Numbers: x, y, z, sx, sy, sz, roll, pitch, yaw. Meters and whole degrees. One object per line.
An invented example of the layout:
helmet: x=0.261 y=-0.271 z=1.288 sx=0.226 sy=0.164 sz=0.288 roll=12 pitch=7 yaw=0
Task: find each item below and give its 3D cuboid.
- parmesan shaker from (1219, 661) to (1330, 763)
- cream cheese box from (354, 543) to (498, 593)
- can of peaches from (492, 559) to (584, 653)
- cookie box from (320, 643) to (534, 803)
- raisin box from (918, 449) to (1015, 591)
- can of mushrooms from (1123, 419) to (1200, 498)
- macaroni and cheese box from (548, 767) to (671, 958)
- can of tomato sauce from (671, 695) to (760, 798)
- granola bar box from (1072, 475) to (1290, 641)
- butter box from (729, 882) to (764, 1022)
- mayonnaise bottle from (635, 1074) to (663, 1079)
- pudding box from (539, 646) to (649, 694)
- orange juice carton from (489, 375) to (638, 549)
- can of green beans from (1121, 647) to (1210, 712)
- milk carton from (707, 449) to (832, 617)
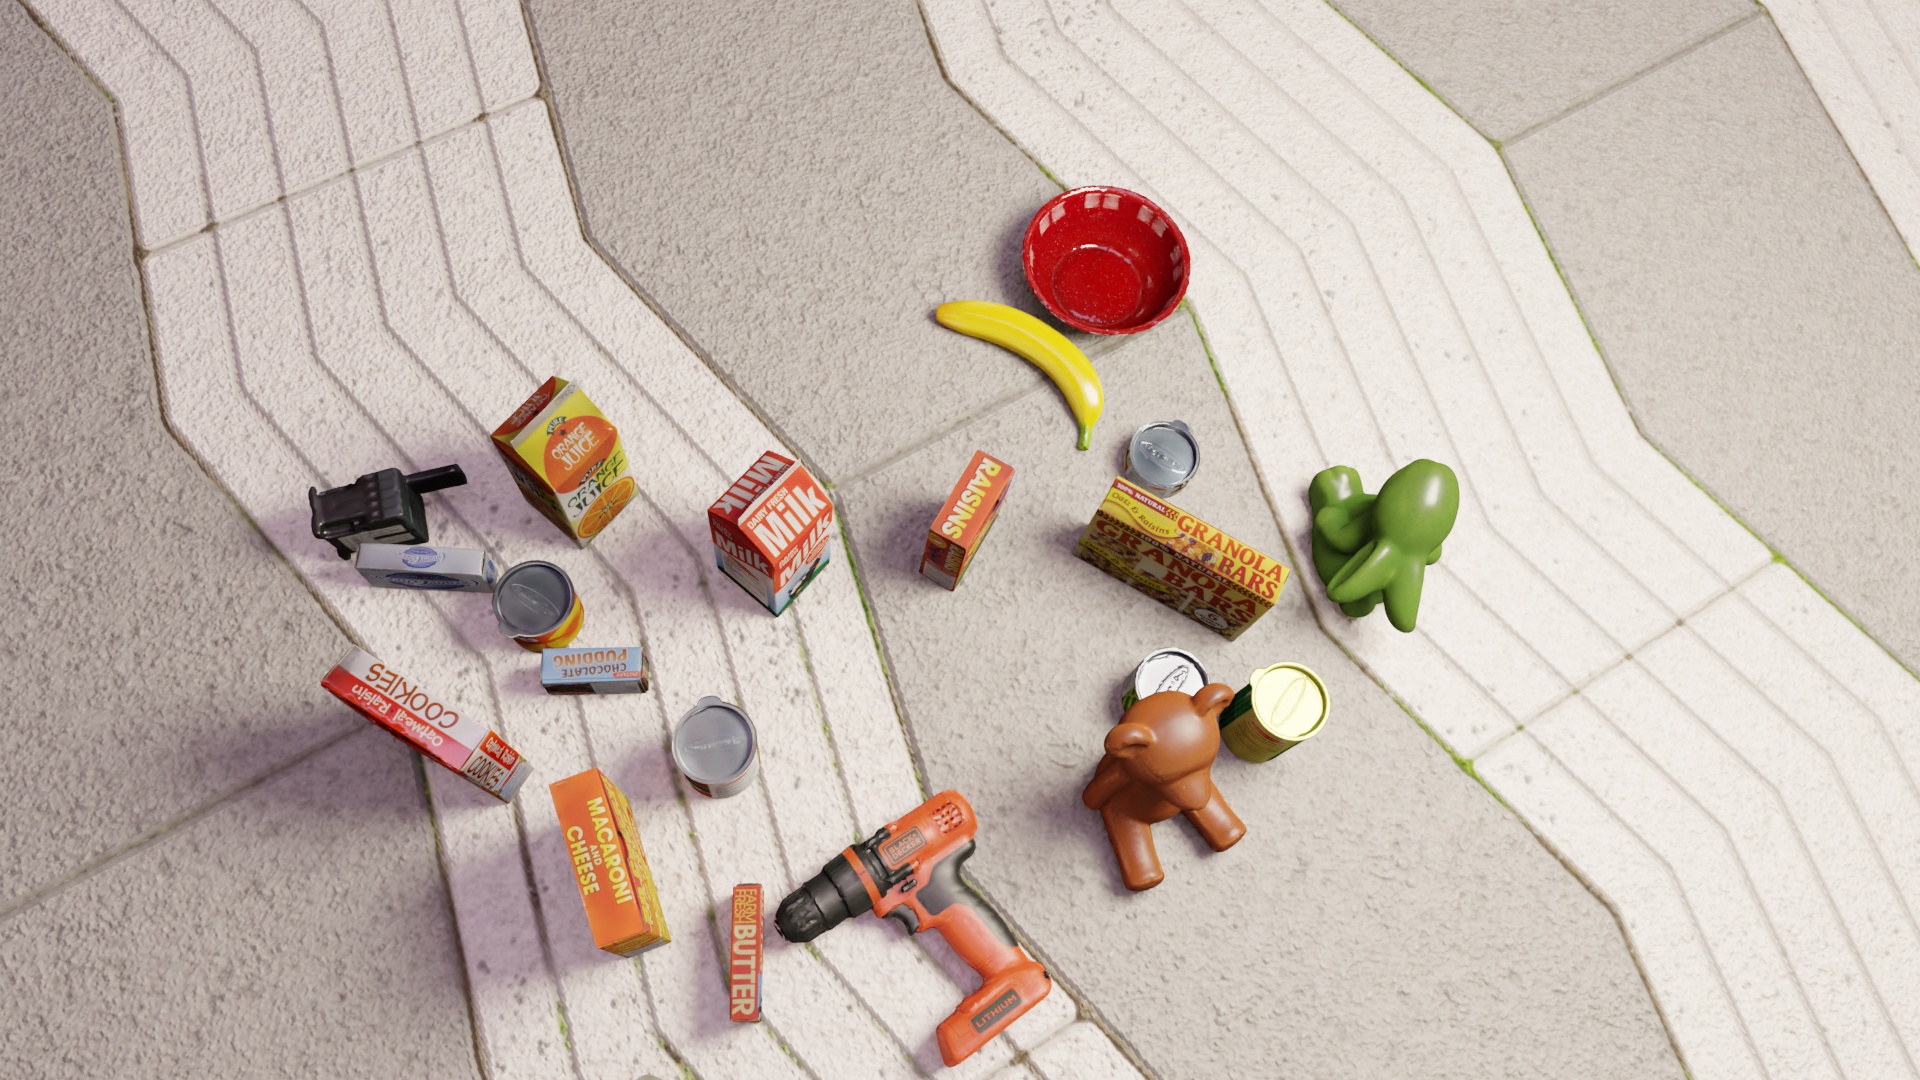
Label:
parmesan shaker: x=0.262 y=0.145 z=1.178 sx=0.071 sy=0.102 sz=0.071 roll=2 pitch=71 yaw=-5
cream cheese box: x=-0.448 y=0.024 z=1.171 sx=0.104 sy=0.053 sz=0.024 roll=3 pitch=71 yaw=-5
can of peaches: x=-0.355 y=0.058 z=1.166 sx=0.071 sy=0.058 sz=0.071 roll=2 pitch=71 yaw=-5
cookie box: x=-0.407 y=0.146 z=1.072 sx=0.123 sy=0.167 sz=0.040 roll=30 pitch=71 yaw=5
raisin box: x=0.004 y=-0.015 z=1.196 sx=0.040 sy=0.123 sz=0.086 roll=30 pitch=71 yaw=5
can of mushrooms: x=0.187 y=-0.076 z=1.285 sx=0.071 sy=0.033 sz=0.071 roll=2 pitch=71 yaw=-5
macaroni and cheese box: x=-0.262 y=0.247 z=1.052 sx=0.040 sy=0.166 sz=0.124 roll=-18 pitch=74 yaw=-12
can of tomato sauce: x=-0.198 y=0.170 z=1.131 sx=0.071 sy=0.082 sz=0.071 roll=2 pitch=71 yaw=-5
granola bar box: x=0.188 y=0.017 z=1.204 sx=0.165 sy=0.123 sz=0.039 roll=29 pitch=71 yaw=4
butter box: x=-0.168 y=0.325 z=1.095 sx=0.024 sy=0.053 sz=0.104 roll=0 pitch=71 yaw=-6
mayonnaise bottle: x=-0.237 y=0.423 z=1.003 sx=0.041 sy=0.147 sz=0.065 roll=22 pitch=70 yaw=2
pudding box: x=-0.305 y=0.109 z=1.158 sx=0.084 sy=0.049 sz=0.030 roll=-1 pitch=71 yaw=-6
orange juice carton: x=-0.326 y=-0.068 z=1.143 sx=0.073 sy=0.192 sz=0.072 roll=39 pitch=72 yaw=8
can of green beans: x=0.176 y=0.131 z=1.198 sx=0.071 sy=0.057 sz=0.071 roll=2 pitch=71 yaw=-5
milk carton: x=-0.155 y=-0.009 z=1.141 sx=0.073 sy=0.190 sz=0.072 roll=39 pitch=72 yaw=8
